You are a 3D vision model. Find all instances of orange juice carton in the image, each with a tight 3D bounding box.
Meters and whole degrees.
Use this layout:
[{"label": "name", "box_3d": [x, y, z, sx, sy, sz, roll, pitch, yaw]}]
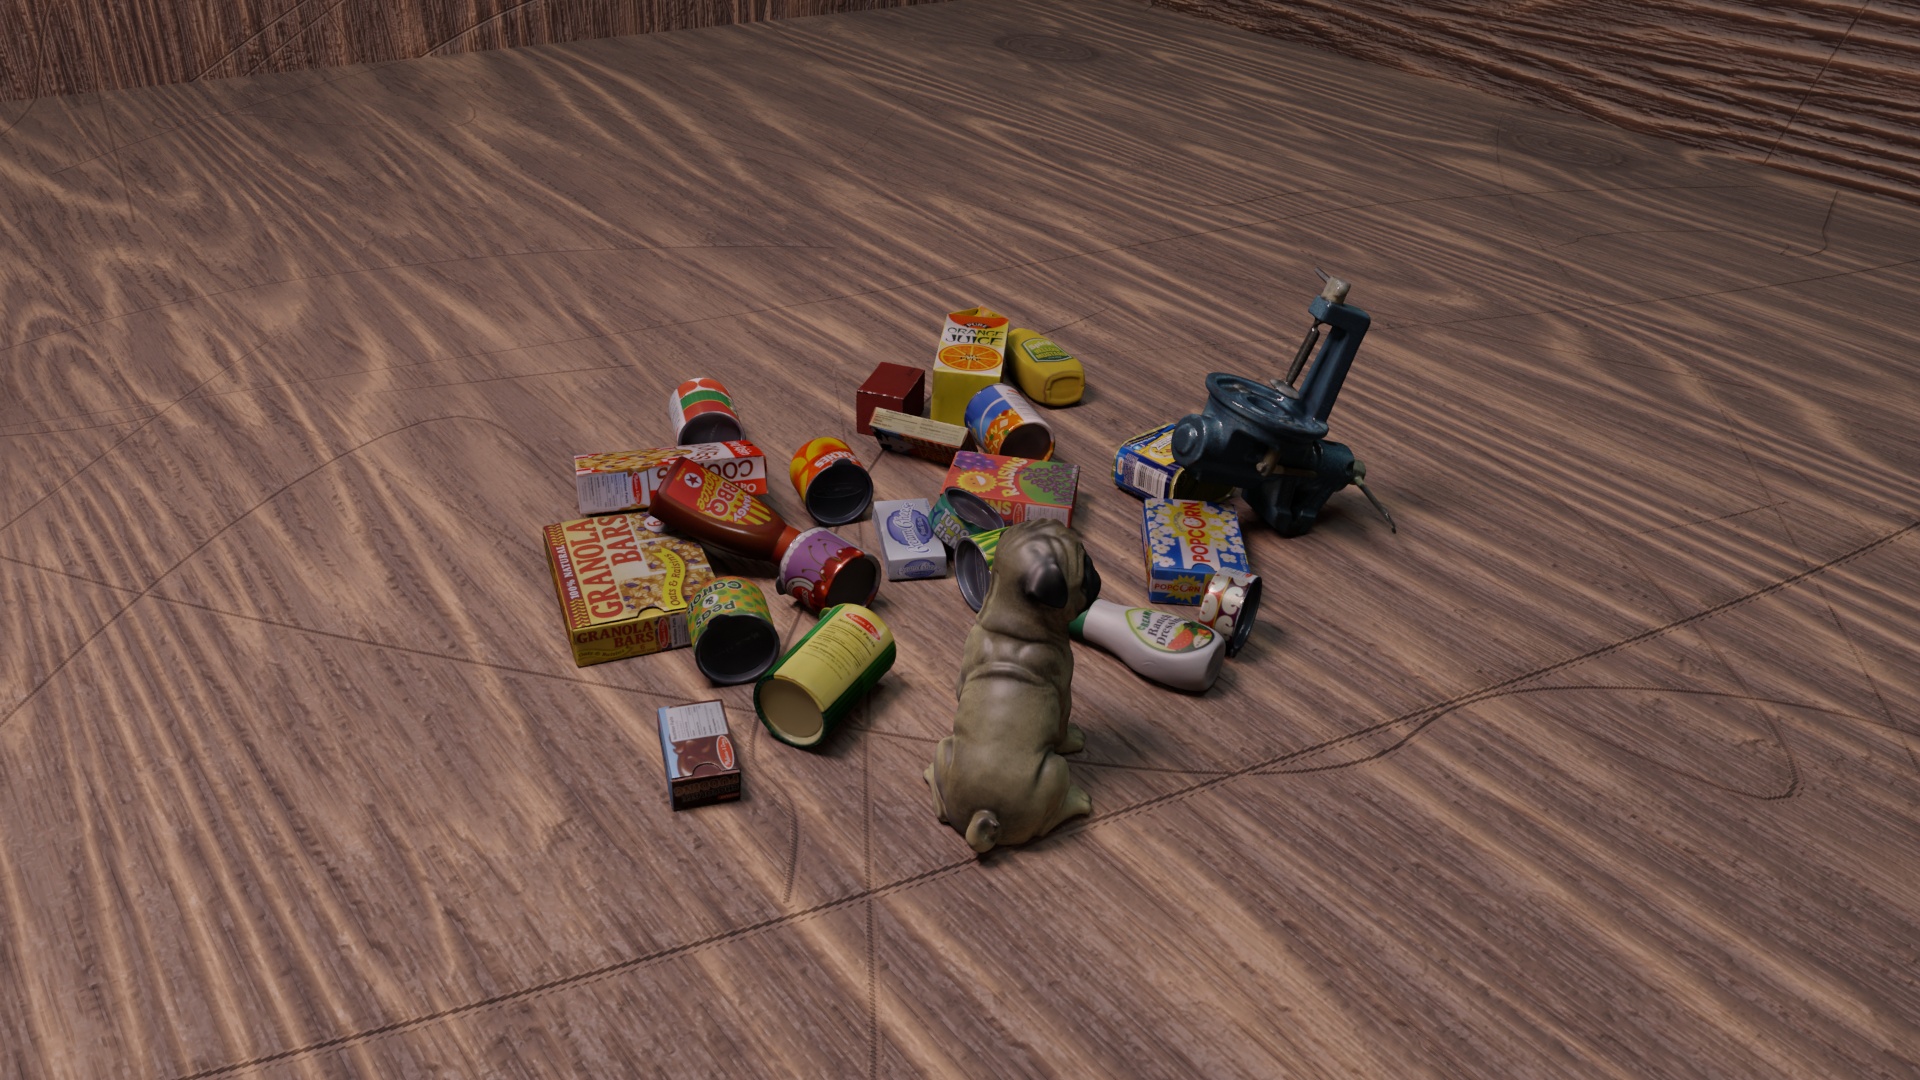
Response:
[{"label": "orange juice carton", "box_3d": [0.013, -0.194, 1.534, 0.073, 0.071, 0.194, 6, 32, 3]}]

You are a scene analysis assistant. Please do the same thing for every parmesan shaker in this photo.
[{"label": "parmesan shaker", "box_3d": [-0.104, 0.100, 1.051, 0.071, 0.071, 0.103, 17, 35, 21]}]

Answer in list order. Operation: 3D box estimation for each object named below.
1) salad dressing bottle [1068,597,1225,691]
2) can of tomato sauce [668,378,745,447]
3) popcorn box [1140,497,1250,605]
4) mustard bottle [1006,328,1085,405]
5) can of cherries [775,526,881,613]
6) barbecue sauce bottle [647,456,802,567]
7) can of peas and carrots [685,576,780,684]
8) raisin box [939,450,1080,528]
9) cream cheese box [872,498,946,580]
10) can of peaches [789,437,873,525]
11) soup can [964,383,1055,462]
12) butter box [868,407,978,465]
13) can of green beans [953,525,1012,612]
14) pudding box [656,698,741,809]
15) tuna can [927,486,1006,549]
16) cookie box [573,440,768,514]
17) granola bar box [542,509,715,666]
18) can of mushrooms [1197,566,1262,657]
[{"label": "salad dressing bottle", "box_3d": [0.140, 0.076, 1.134, 0.148, 0.043, 0.064, 20, 38, 25]}, {"label": "can of tomato sauce", "box_3d": [-0.252, -0.117, 1.389, 0.071, 0.070, 0.083, -7, 32, -16]}, {"label": "popcorn box", "box_3d": [0.210, 0.009, 1.255, 0.085, 0.038, 0.127, 5, 31, 0]}, {"label": "mustard bottle", "box_3d": [0.084, -0.205, 1.580, 0.065, 0.048, 0.161, -9, 34, -22]}, {"label": "can of cherries", "box_3d": [-0.111, 0.031, 1.166, 0.058, 0.071, 0.072, 28, 39, 33]}, {"label": "barbecue sauce bottle", "box_3d": [-0.191, -0.015, 1.205, 0.148, 0.043, 0.065, 28, 41, -7]}, {"label": "can of peas and carrots", "box_3d": [-0.181, 0.069, 1.092, 0.071, 0.070, 0.059, -7, 32, -16]}, {"label": "raisin box", "box_3d": [0.048, -0.044, 1.325, 0.123, 0.039, 0.086, 7, 33, 7]}, {"label": "cream cheese box", "box_3d": [-0.047, -0.002, 1.262, 0.053, 0.024, 0.104, -4, 32, -10]}, {"label": "can of peaches", "box_3d": [-0.121, -0.058, 1.302, 0.071, 0.071, 0.058, -10, 33, -20]}, {"label": "soup can", "box_3d": [0.048, -0.109, 1.409, 0.071, 0.071, 0.084, -10, 35, -20]}, {"label": "butter box", "box_3d": [-0.037, -0.103, 1.398, 0.103, 0.053, 0.024, 14, 71, 17]}, {"label": "can of green beans", "box_3d": [0.035, 0.023, 1.190, 0.058, 0.071, 0.071, -13, 35, -25]}, {"label": "pudding box", "box_3d": [-0.188, 0.152, 0.995, 0.050, 0.030, 0.084, -6, 33, -17]}, {"label": "tuna can", "box_3d": [0.004, -0.016, 1.255, 0.071, 0.032, 0.071, 30, 22, -13]}, {"label": "cookie box", "box_3d": [-0.269, -0.062, 1.286, 0.168, 0.040, 0.123, -7, 12, -15]}, {"label": "granola bar box", "box_3d": [-0.276, 0.033, 1.170, 0.124, 0.038, 0.166, -10, 34, -20]}, {"label": "can of mushrooms", "box_3d": [0.223, 0.059, 1.153, 0.033, 0.070, 0.071, 18, 35, 23]}]
